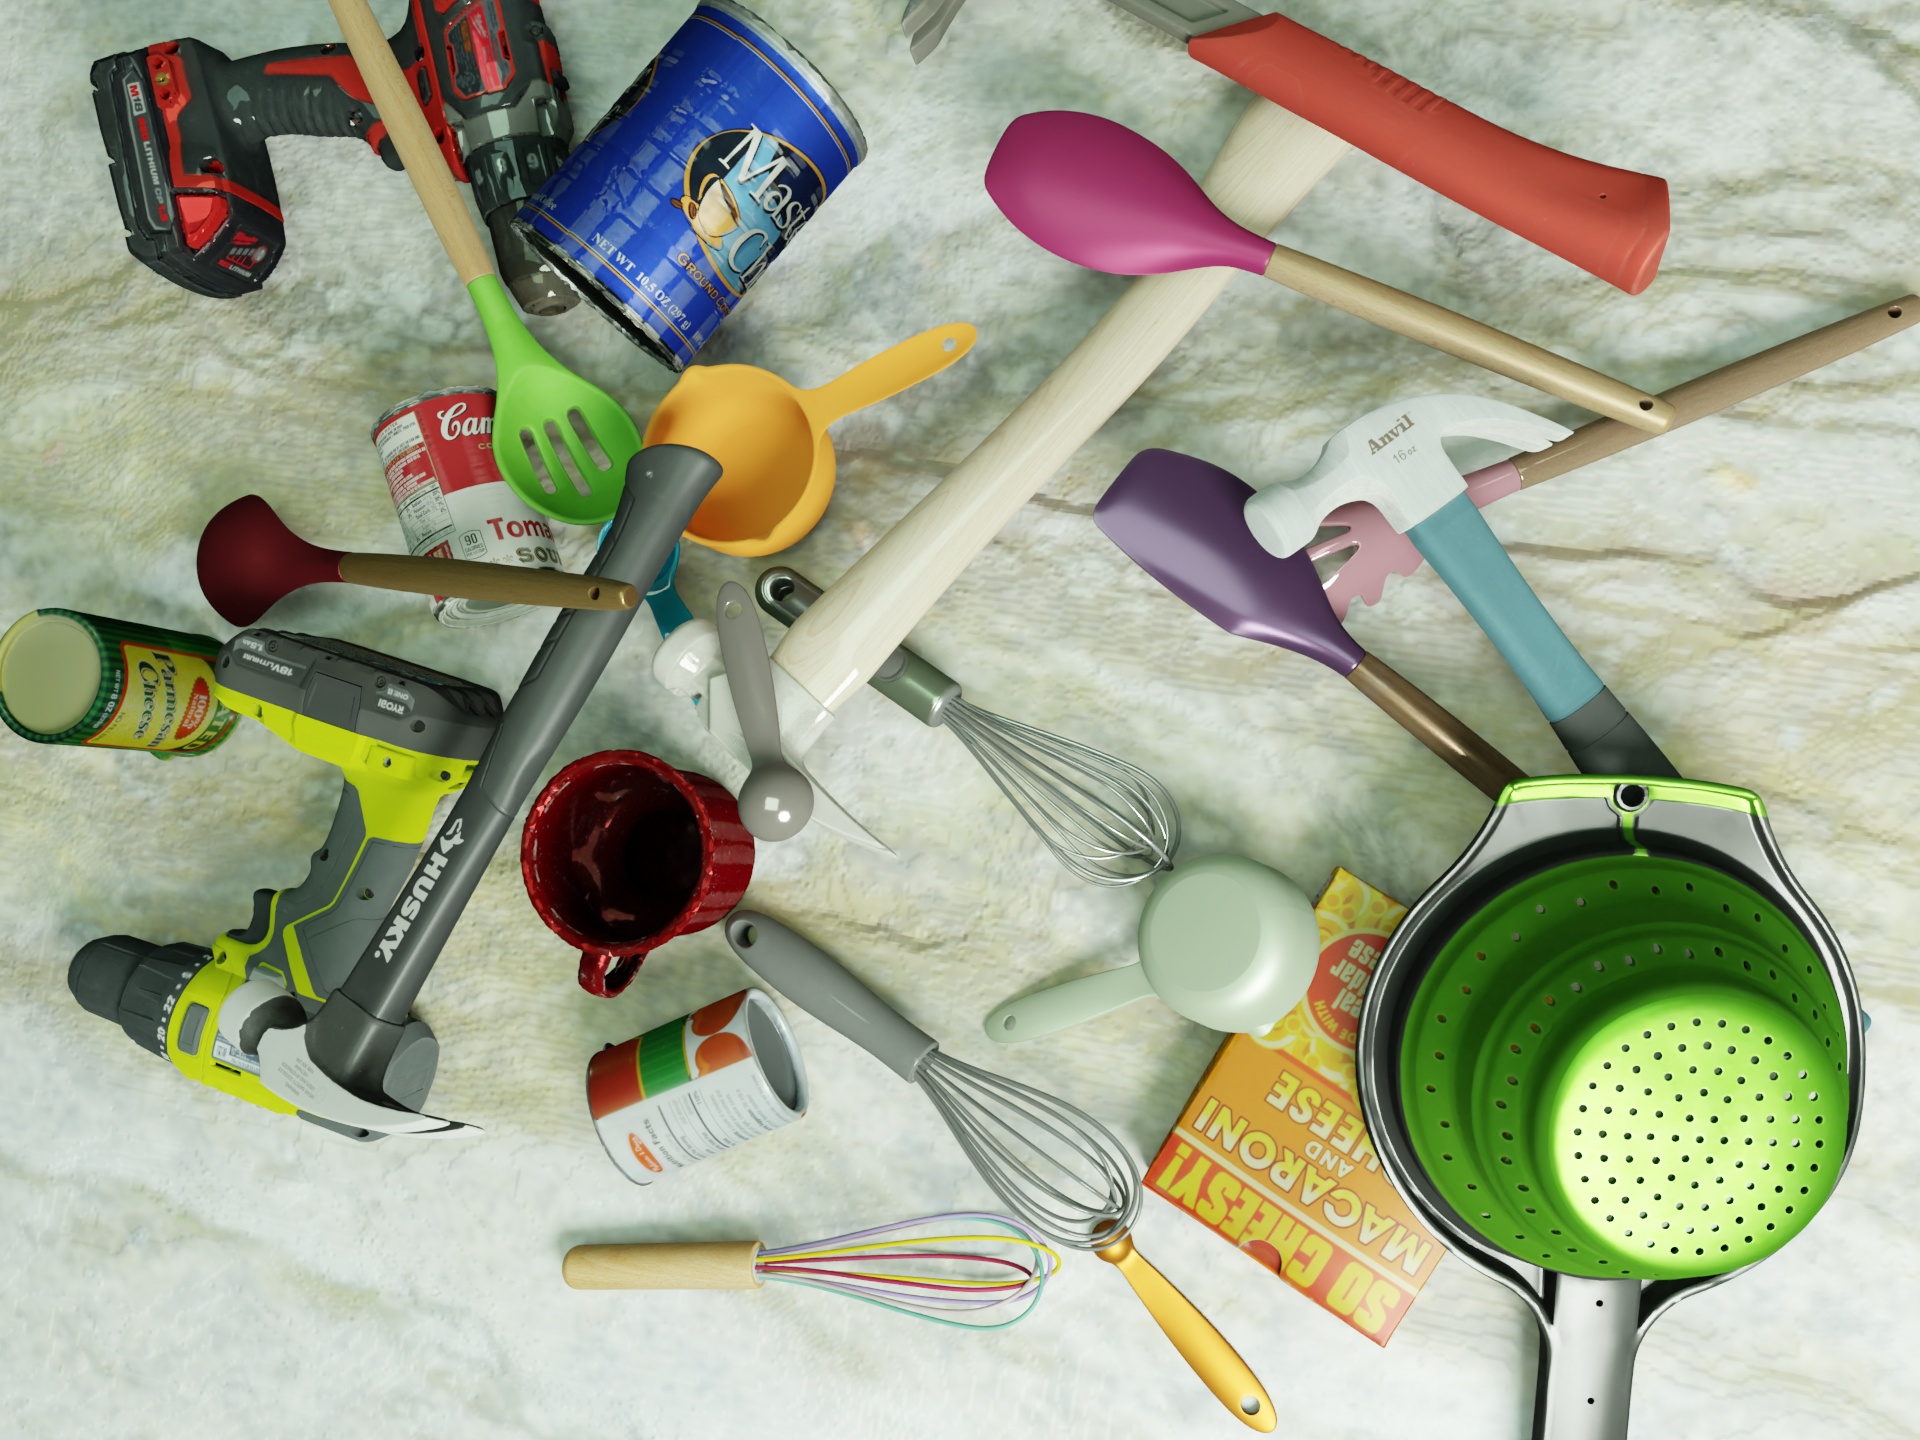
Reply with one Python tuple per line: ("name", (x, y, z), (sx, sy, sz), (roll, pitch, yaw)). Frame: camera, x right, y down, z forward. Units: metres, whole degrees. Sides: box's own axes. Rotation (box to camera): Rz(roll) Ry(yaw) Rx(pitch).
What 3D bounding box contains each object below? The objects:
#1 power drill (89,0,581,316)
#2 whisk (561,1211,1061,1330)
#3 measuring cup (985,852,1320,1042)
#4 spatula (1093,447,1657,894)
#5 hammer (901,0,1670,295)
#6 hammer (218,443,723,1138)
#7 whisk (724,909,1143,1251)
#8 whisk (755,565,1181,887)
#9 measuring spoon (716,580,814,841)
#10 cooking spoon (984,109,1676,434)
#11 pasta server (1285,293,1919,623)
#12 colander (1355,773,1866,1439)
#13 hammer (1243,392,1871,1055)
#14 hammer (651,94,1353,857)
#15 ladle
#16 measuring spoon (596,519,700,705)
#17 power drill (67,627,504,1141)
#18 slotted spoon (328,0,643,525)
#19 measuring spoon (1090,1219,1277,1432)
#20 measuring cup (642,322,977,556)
("power drill", (-0.305, -0.281, 0.813), (0.226, 0.080, 0.188), (-13, 90, 6))
("whisk", (-0.073, 0.257, 0.743), (0.245, 0.047, 0.051), (-6, 76, 15))
("measuring cup", (0.075, 0.112, 0.707), (0.167, 0.038, 0.083), (-24, 62, 22))
("spatula", (0.194, -0.010, 0.694), (0.316, 0.018, 0.060), (39, 84, 1))
("hammer", (0.145, -0.282, 0.706), (0.359, 0.036, 0.149), (39, 85, 21))
("hammer", (-0.197, 0.024, 0.705), (0.146, 0.035, 0.335), (23, 80, 33))
("whisk", (-0.019, 0.159, 0.730), (0.239, 0.055, 0.055), (33, 93, 21))
("whisk", (-0.001, -0.002, 0.745), (0.246, 0.059, 0.058), (35, 81, 16))
("measuring spoon", (-0.092, -0.007, 0.697), (0.034, 0.018, 0.124), (-17, 71, 8))
("cooking spoon", (0.160, -0.193, 0.698), (0.319, 0.017, 0.069), (24, 83, 6))
("pasta server", (0.271, -0.119, 0.711), (0.316, 0.040, 0.060), (-23, 82, 5))
("colander", (0.260, 0.223, 0.618), (0.204, 0.094, 0.397), (2, 97, 2))
("hammer", (0.266, 0.005, 0.669), (0.128, 0.033, 0.331), (-36, 90, -6))
("hammer", (0.045, -0.127, 0.726), (0.146, 0.038, 0.410), (42, 88, 21))
("ladle", (-0.272, -0.069, 0.756), (0.315, 0.031, 0.069), (7, 93, 32))
("measuring spoon", (-0.139, -0.047, 0.794), (0.042, 0.021, 0.128), (-27, 90, 7))
("power drill", (-0.335, 0.075, 0.791), (0.190, 0.080, 0.228), (17, 92, 11))
("slotted spoon", (-0.241, -0.236, 0.767), (0.070, 0.031, 0.314), (-27, 94, -21))
("measuring spoon", (0.101, 0.275, 0.719), (0.021, 0.011, 0.117), (-43, 79, 5))
("measuring cup", (-0.067, -0.141, 0.766), (0.173, 0.052, 0.095), (-26, 81, 6))
